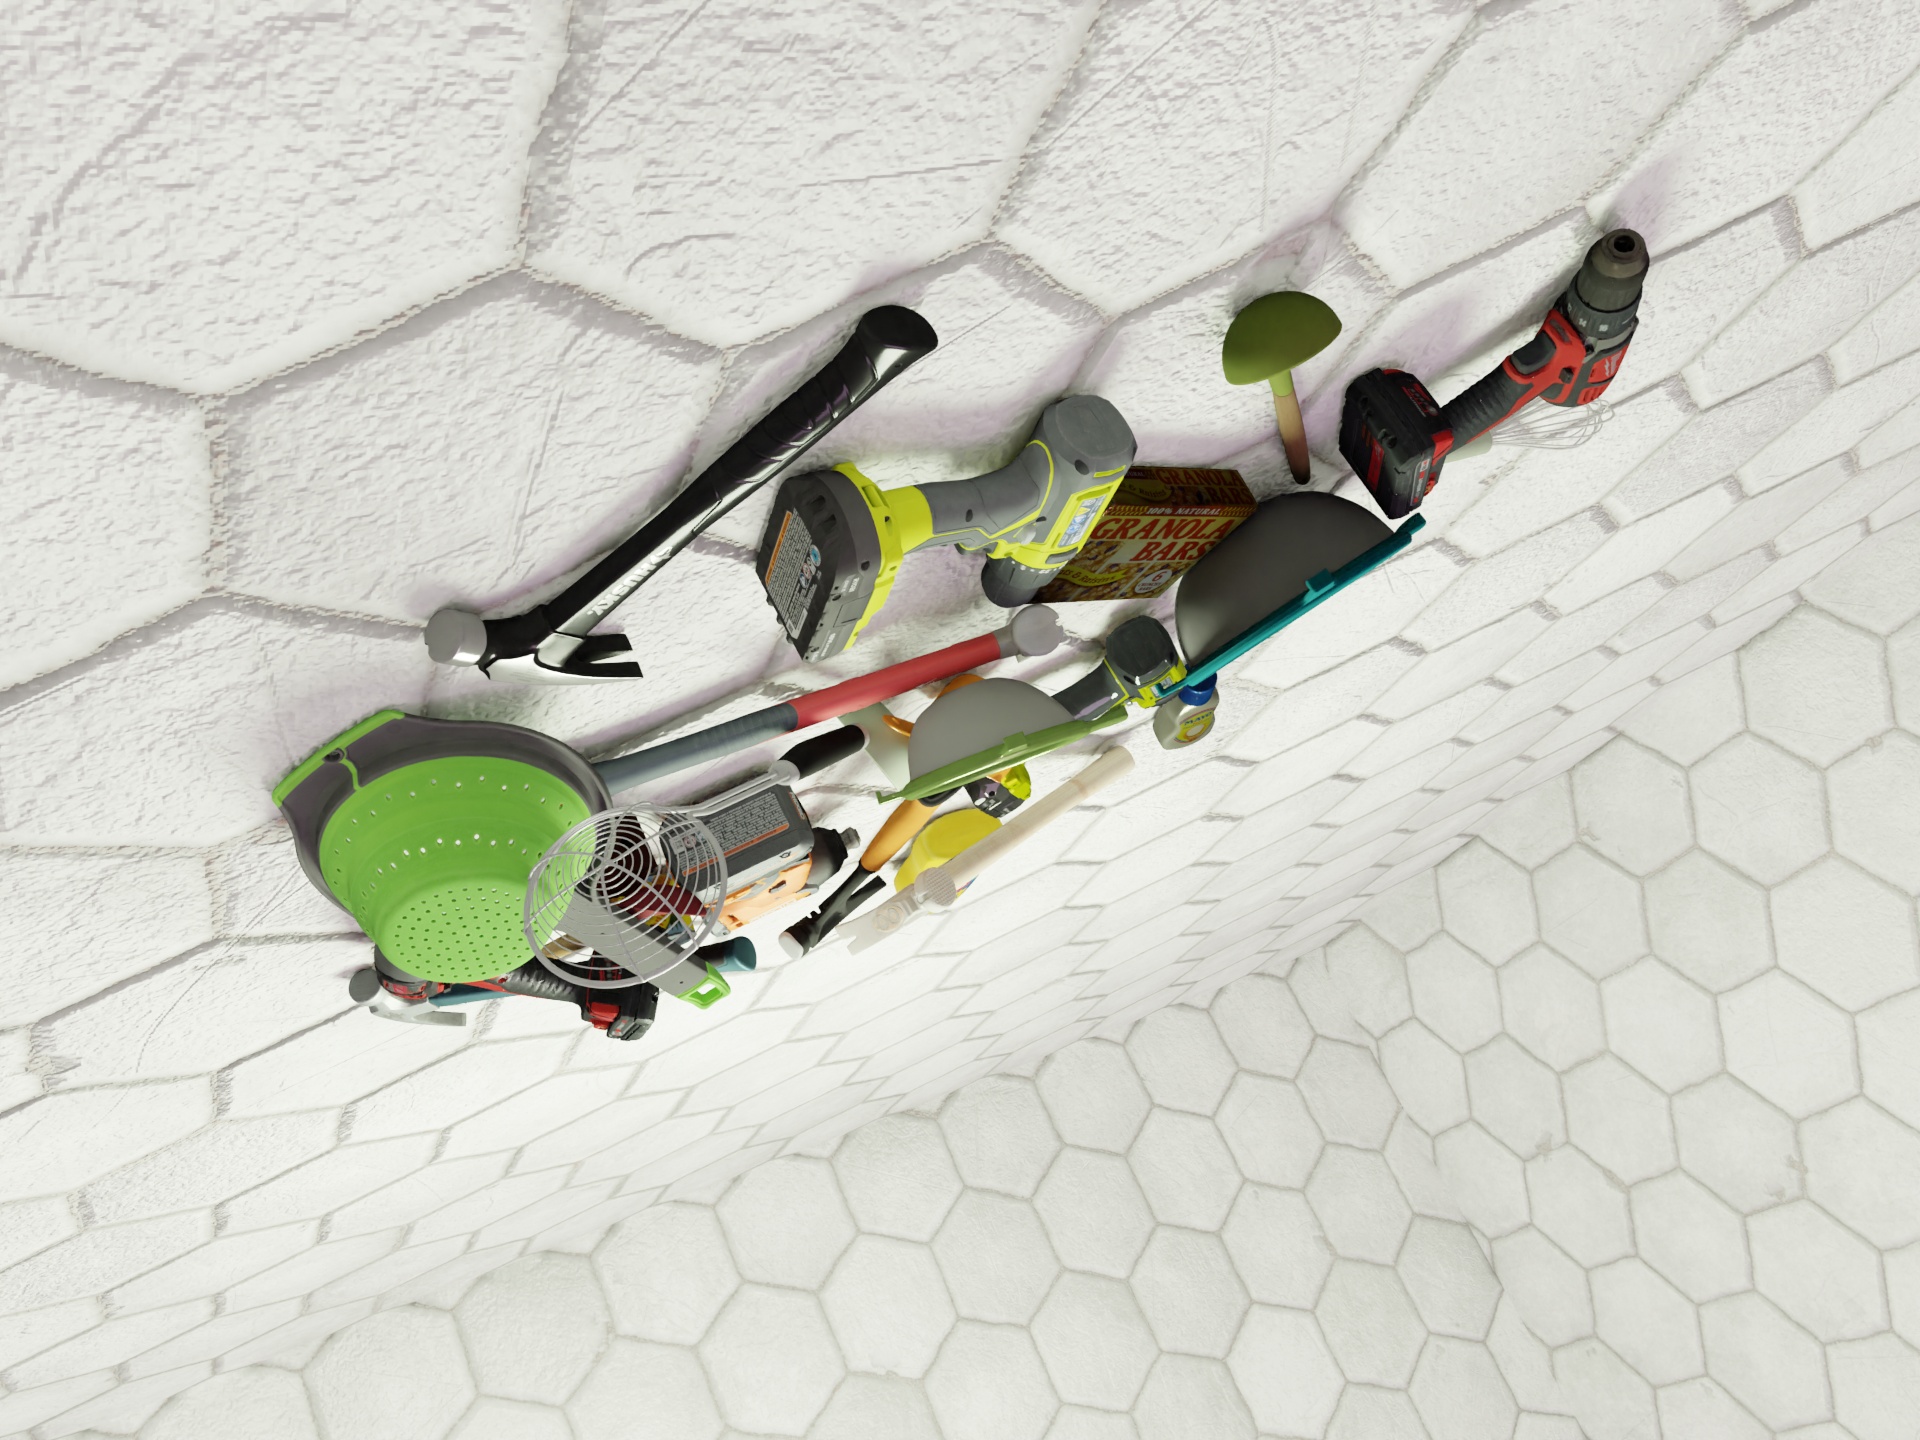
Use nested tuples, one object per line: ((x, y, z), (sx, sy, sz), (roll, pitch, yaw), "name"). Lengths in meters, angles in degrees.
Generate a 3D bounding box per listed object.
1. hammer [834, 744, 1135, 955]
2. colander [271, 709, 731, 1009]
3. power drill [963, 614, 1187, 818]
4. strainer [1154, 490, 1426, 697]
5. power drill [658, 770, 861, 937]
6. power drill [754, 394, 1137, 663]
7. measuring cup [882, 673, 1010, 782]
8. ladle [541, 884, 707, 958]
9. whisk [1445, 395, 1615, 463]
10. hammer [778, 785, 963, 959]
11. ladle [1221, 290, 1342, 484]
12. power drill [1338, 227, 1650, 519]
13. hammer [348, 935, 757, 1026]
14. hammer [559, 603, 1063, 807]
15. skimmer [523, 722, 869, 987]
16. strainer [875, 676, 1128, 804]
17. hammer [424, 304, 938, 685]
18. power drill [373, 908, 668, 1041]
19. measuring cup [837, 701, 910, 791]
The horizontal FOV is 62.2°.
((0.045, 0.114, 1.559), (0.146, 0.038, 0.410), (-34, 177, 41), "hammer")
((-0.283, 0.144, 1.093), (0.204, 0.095, 0.396), (-33, 136, 12), "colander")
((0.102, -0.003, 1.444), (0.223, 0.080, 0.171), (-32, 164, 6), "power drill")
((0.288, -0.146, 1.323), (0.340, 0.095, 0.211), (-31, 175, -44), "strainer")
((-0.171, 0.117, 1.403), (0.164, 0.084, 0.226), (-25, 164, -6), "power drill")
((-0.011, -0.114, 1.032), (0.228, 0.080, 0.190), (-19, 158, -27), "power drill")
((-0.002, -0.004, 1.294), (0.052, 0.095, 0.173), (-49, 152, 14), "measuring cup")
((-0.305, 0.179, 1.355), (0.069, 0.031, 0.315), (13, 157, -34), "ladle")
((0.445, -0.239, 1.336), (0.246, 0.059, 0.057), (-16, 121, -18), "whisk")
((-0.067, 0.114, 1.418), (0.127, 0.034, 0.336), (-40, 174, -35), "hammer")
((0.234, -0.214, 1.117), (0.078, 0.062, 0.320), (-27, 163, 9), "ladle")
((0.402, -0.260, 1.182), (0.226, 0.080, 0.187), (-29, 160, -1), "power drill")
((-0.344, 0.224, 1.382), (0.331, 0.033, 0.128), (-7, 159, -1), "hammer")
((-0.116, -0.007, 1.198), (0.386, 0.038, 0.143), (-19, 180, -7), "hammer")
((-0.156, 0.077, 1.096), (0.363, 0.127, 0.090), (-28, 132, -64), "skimmer")
((0.050, -0.005, 1.245), (0.151, 0.069, 0.256), (-24, 176, 39), "strainer")
((-0.145, -0.121, 0.909), (0.334, 0.035, 0.146), (-35, 157, 22), "hammer")
((-0.350, 0.194, 1.259), (0.219, 0.079, 0.143), (11, 157, -14), "power drill")
((-0.060, 0.020, 1.336), (0.038, 0.083, 0.167), (-40, 176, -2), "measuring cup")
